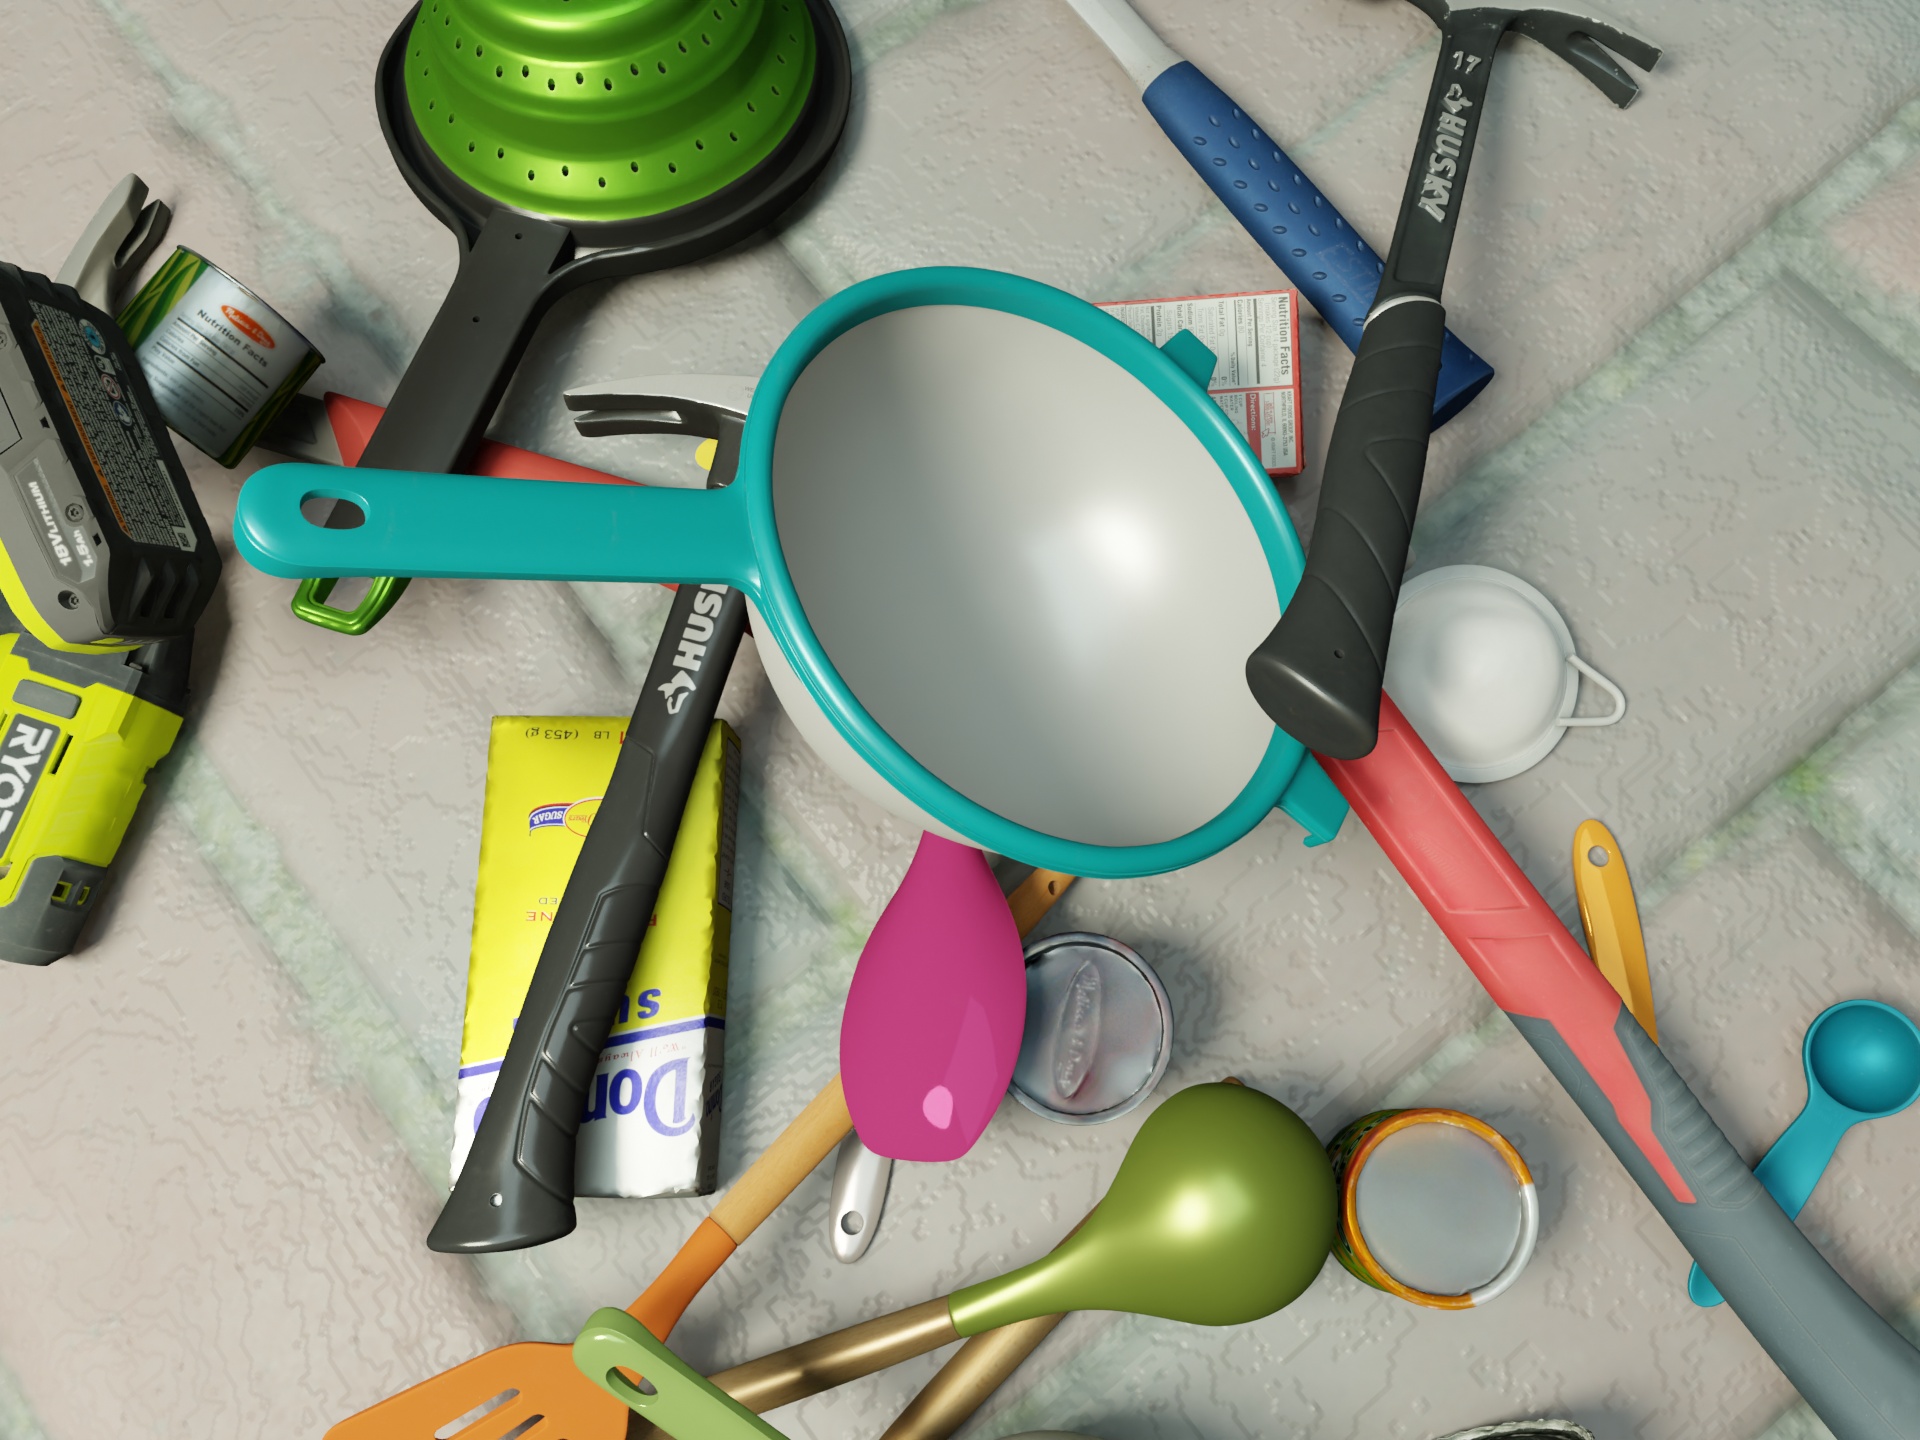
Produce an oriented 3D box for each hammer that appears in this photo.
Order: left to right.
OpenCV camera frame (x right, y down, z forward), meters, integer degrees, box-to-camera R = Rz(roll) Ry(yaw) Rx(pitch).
[{"bbox_3d":[-0.219,-0.115,0.661,0.359,0.036,0.149,17,77,7],"label":"hammer"},{"bbox_3d":[-0.118,0.024,0.572,0.146,0.035,0.335,16,73,4],"label":"hammer"},{"bbox_3d":[0.087,-0.289,0.690,0.144,0.035,0.406,-35,77,-6],"label":"hammer"},{"bbox_3d":[0.173,-0.160,0.592,0.149,0.036,0.409,20,60,0],"label":"hammer"},{"bbox_3d":[0.201,0.110,0.566,0.143,0.038,0.386,-38,81,14],"label":"hammer"}]

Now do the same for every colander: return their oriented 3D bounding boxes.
[{"bbox_3d":[-0.174,-0.222,0.628,0.204,0.094,0.397,17,69,6],"label":"colander"}]

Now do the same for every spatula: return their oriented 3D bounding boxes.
[{"bbox_3d":[-0.070,0.158,0.561,0.322,0.041,0.081,-44,109,-22],"label":"spatula"}]

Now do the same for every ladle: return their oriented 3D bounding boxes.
[{"bbox_3d":[-0.023,0.210,0.552,0.320,0.062,0.078,-24,89,11],"label":"ladle"}]

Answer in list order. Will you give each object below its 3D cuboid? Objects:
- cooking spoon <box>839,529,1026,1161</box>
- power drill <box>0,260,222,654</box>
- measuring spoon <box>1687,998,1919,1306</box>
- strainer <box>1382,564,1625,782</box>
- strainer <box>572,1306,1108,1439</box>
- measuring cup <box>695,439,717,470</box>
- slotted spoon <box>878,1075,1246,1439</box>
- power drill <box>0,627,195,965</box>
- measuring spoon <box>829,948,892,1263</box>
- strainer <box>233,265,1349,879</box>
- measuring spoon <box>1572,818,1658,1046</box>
[{"bbox_3d":[-0.001,-0.002,0.587,0.069,0.017,0.319,-2,69,22],"label":"cooking spoon"},{"bbox_3d":[-0.386,-0.040,0.547,0.228,0.080,0.190,-23,91,3],"label":"power drill"},{"bbox_3d":[0.302,0.158,0.579,0.042,0.021,0.128,35,89,11],"label":"measuring spoon"},{"bbox_3d":[0.133,-0.033,0.622,0.258,0.050,0.087,11,81,9],"label":"strainer"},{"bbox_3d":[-0.009,0.253,0.514,0.256,0.069,0.151,38,115,-5],"label":"strainer"},{"bbox_3d":[-0.030,-0.118,0.658,0.156,0.029,0.062,-9,75,3],"label":"measuring cup"},{"bbox_3d":[-0.004,0.244,0.564,0.070,0.031,0.314,43,80,12],"label":"slotted spoon"},{"bbox_3d":[-0.425,-0.019,0.628,0.223,0.080,0.171,18,78,3],"label":"power drill"},{"bbox_3d":[-0.032,0.140,0.595,0.034,0.018,0.124,9,77,5],"label":"measuring spoon"},{"bbox_3d":[-0.044,-0.036,0.497,0.340,0.095,0.211,-1,68,-31],"label":"strainer"},{"bbox_3d":[0.250,0.094,0.597,0.021,0.011,0.117,-8,76,1],"label":"measuring spoon"}]
